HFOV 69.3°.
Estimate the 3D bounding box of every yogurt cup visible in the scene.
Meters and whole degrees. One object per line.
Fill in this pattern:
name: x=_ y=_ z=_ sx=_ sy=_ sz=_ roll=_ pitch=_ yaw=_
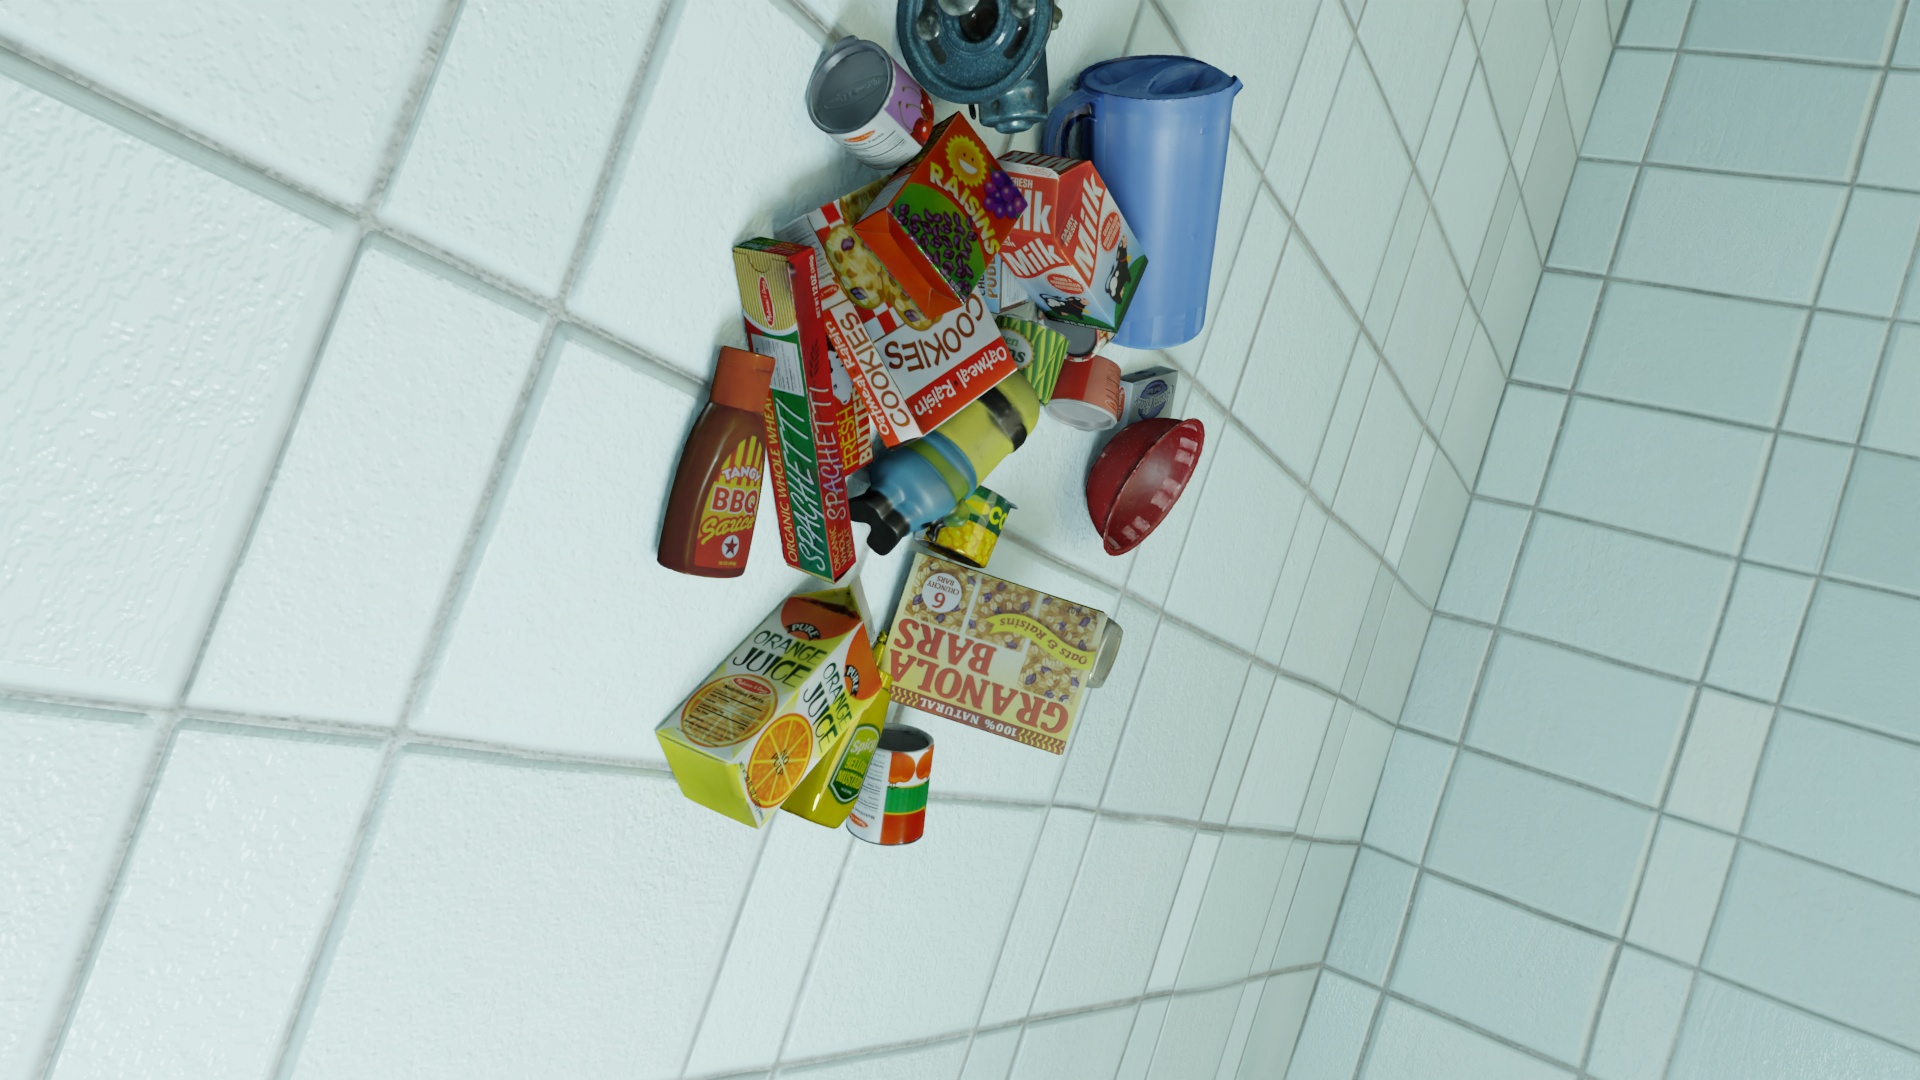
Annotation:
yogurt cup: x=0.116 y=-0.138 z=1.280 sx=0.072 sy=0.072 sz=0.054 roll=36 pitch=66 yaw=-58

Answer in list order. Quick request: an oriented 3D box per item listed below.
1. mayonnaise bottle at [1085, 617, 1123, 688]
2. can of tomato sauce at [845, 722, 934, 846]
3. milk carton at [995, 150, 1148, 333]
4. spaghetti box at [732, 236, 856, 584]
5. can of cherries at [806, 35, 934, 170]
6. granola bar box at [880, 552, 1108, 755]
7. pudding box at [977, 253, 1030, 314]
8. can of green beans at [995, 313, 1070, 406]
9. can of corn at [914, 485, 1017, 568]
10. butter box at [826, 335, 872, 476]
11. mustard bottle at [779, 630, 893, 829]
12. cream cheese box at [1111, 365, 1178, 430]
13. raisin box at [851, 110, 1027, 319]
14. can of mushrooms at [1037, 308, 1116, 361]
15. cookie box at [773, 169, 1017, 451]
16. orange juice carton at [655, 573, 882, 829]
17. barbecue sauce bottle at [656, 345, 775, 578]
mayonnaise bottle: x=0.065 y=0.080 z=1.218 sx=0.041 sy=0.148 sz=0.065 roll=39 pitch=71 yaw=-58
can of tomato sauce: x=-0.057 y=0.202 z=1.161 sx=0.071 sy=0.071 sz=0.083 roll=-13 pitch=115 yaw=-55
milk carton: x=0.077 y=-0.244 z=1.096 sx=0.190 sy=0.072 sz=0.073 roll=40 pitch=71 yaw=-56
spaghetti box: x=-0.111 y=-0.084 z=0.954 sx=0.029 sy=0.050 sz=0.248 roll=-39 pitch=135 yaw=-42
can of cherries: x=-0.059 y=-0.291 z=0.924 sx=0.058 sy=0.071 sz=0.071 roll=23 pitch=85 yaw=-59
granola bar box: x=0.024 y=0.093 z=1.148 sx=0.039 sy=0.166 sz=0.124 roll=70 pitch=38 yaw=-88
pudding box: x=0.035 y=-0.232 z=1.136 sx=0.050 sy=0.030 sz=0.083 roll=-29 pitch=128 yaw=-48
can of green beans: x=0.052 y=-0.150 z=1.168 sx=0.071 sy=0.071 sz=0.058 roll=25 pitch=83 yaw=-59
can of corn: x=0.004 y=-0.014 z=1.151 sx=0.071 sy=0.071 sz=0.058 roll=37 pitch=74 yaw=-58
butter box: x=-0.092 y=-0.096 z=1.004 sx=0.053 sy=0.024 sz=0.103 roll=-38 pitch=134 yaw=-43
mustard bottle: x=-0.090 y=0.145 z=1.098 sx=0.065 sy=0.049 sz=0.160 roll=37 pitch=73 yaw=-58
cream cheese box: x=0.188 y=-0.146 z=1.428 sx=0.104 sy=0.024 sz=0.053 roll=-21 pitch=123 yaw=-52
raisin box: x=-0.011 y=-0.225 z=0.958 sx=0.086 sy=0.040 sz=0.124 roll=48 pitch=49 yaw=-24
can of mushrooms: x=0.105 y=-0.194 z=1.227 sx=0.034 sy=0.071 sz=0.070 roll=-43 pitch=138 yaw=-38
cookie box: x=-0.041 y=-0.165 z=0.970 sx=0.123 sy=0.040 sz=0.167 roll=-40 pitch=107 yaw=-43
orange juice carton: x=-0.122 y=0.108 z=1.005 sx=0.194 sy=0.073 sz=0.071 roll=-48 pitch=141 yaw=-36
barbecue sauce bottle: x=-0.154 y=-0.051 z=0.907 sx=0.065 sy=0.044 sz=0.148 roll=6 pitch=99 yaw=-57
